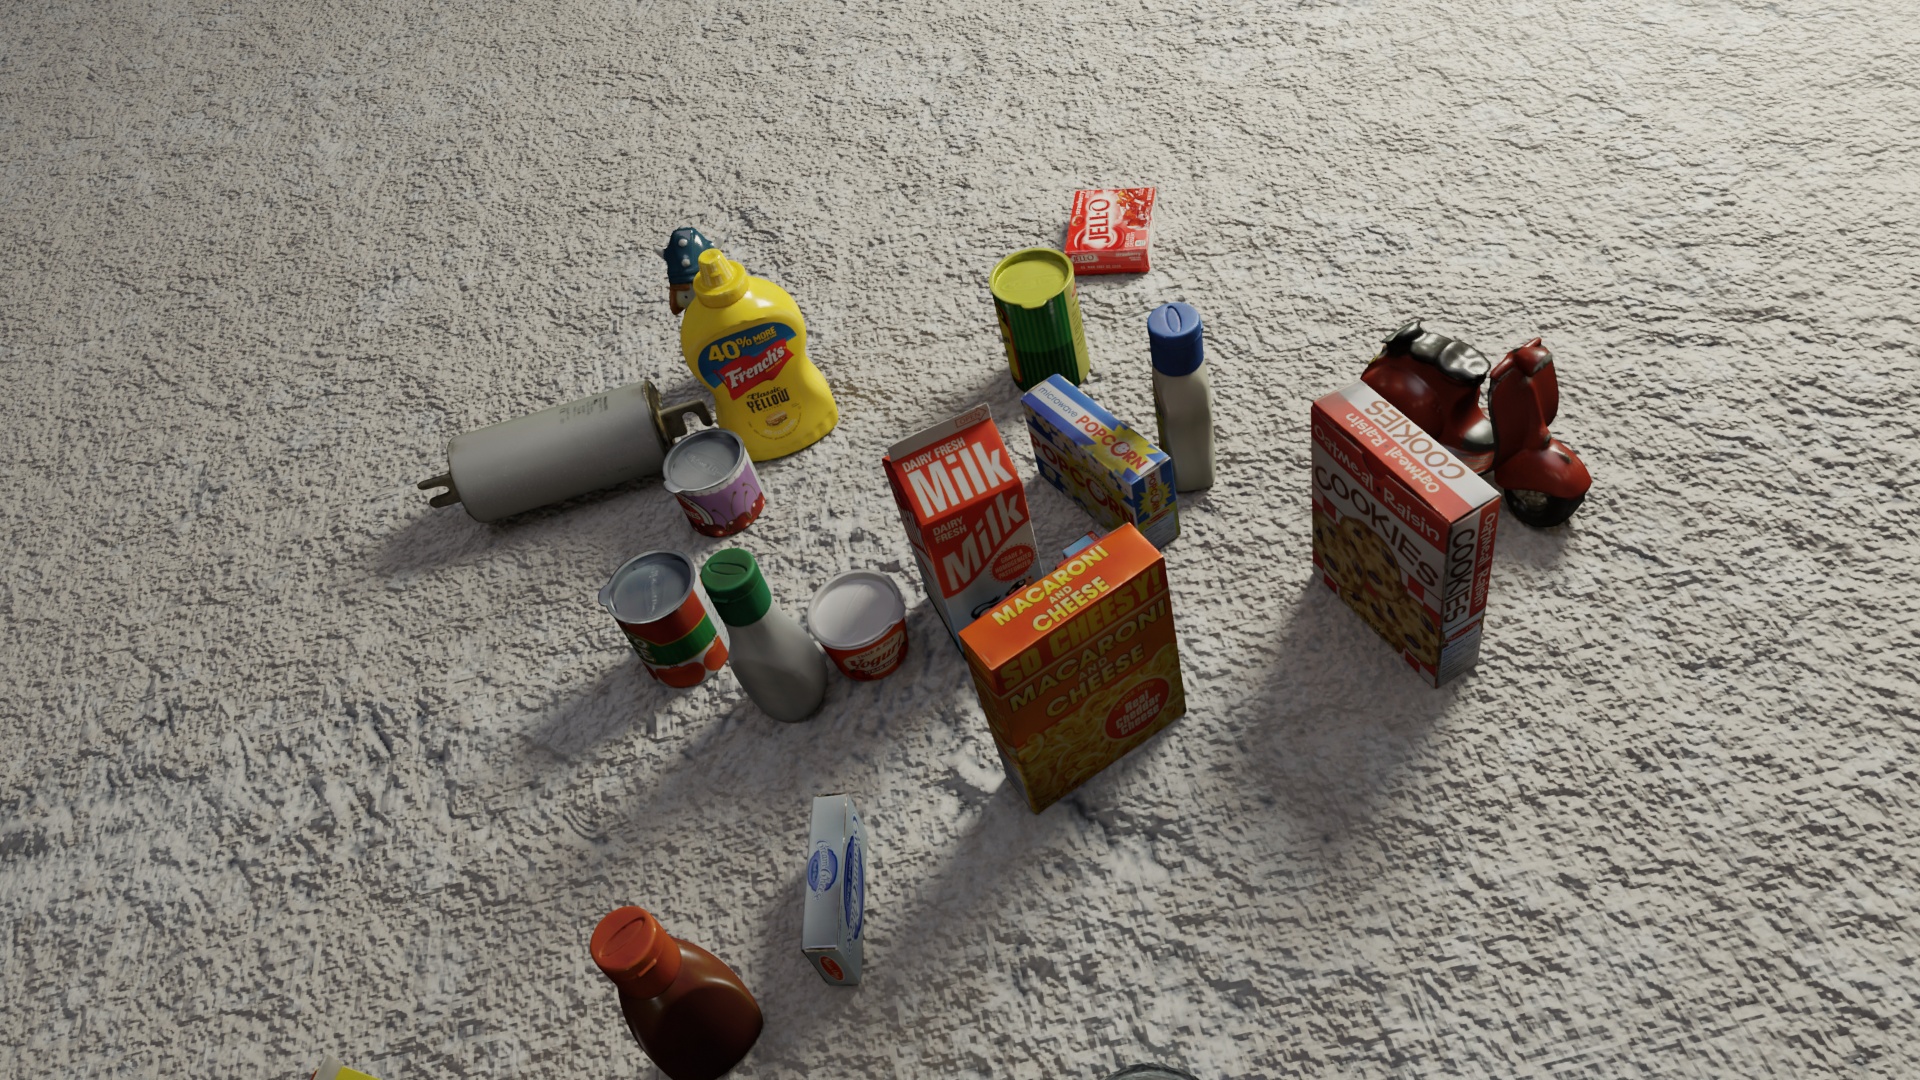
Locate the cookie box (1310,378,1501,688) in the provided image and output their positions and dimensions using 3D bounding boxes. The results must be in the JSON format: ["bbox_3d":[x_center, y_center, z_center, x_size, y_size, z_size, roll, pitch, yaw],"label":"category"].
[{"bbox_3d":[0.271,-0.002,0.864,0.040,0.166,0.123,-30,50,-11],"label":"cookie box"}]

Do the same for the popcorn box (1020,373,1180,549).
[{"bbox_3d":[0.101,-0.055,1.008,0.038,0.084,0.127,-35,51,-15],"label":"popcorn box"}]

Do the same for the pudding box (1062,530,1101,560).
[{"bbox_3d":[0.108,0.036,0.952,0.030,0.049,0.084,-33,50,-14],"label":"pudding box"}]

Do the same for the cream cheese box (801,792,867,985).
[{"bbox_3d":[-0.076,0.212,0.848,0.024,0.053,0.104,-8,49,8],"label":"cream cheese box"}]

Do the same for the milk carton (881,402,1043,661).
[{"bbox_3d":[0.003,-0.012,0.926,0.072,0.189,0.074,-26,49,-7],"label":"milk carton"}]

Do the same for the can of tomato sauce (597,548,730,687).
[{"bbox_3d":[-0.209,0.057,0.994,0.071,0.082,0.071,-7,49,9],"label":"can of tomato sauce"}]

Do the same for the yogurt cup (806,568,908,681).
[{"bbox_3d":[-0.069,0.062,0.973,0.072,0.053,0.073,-7,49,9],"label":"yogurt cup"}]

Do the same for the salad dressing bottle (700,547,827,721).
[{"bbox_3d":[-0.132,0.064,0.925,0.064,0.147,0.044,6,53,19],"label":"salad dressing bottle"}]

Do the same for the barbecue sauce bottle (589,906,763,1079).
[{"bbox_3d":[-0.160,0.252,0.772,0.065,0.147,0.044,-39,52,-18],"label":"barbecue sauce bottle"}]

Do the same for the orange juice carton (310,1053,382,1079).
[{"bbox_3d":[-0.290,0.330,0.710,0.073,0.191,0.072,4,52,18],"label":"orange juice carton"}]

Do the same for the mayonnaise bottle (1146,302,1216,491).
[{"bbox_3d":[0.158,-0.104,0.993,0.041,0.147,0.065,-11,49,6],"label":"mayonnaise bottle"}]

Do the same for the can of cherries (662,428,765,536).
[{"bbox_3d":[-0.195,-0.044,1.093,0.071,0.058,0.072,-7,49,9],"label":"can of cherries"}]

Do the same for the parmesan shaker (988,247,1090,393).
[{"bbox_3d":[0.064,-0.170,1.104,0.071,0.102,0.072,-7,49,9],"label":"parmesan shaker"}]

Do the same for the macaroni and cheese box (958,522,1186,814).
[{"bbox_3d":[0.072,0.081,0.846,0.124,0.165,0.040,-32,50,-13],"label":"macaroni and cheese box"}]
